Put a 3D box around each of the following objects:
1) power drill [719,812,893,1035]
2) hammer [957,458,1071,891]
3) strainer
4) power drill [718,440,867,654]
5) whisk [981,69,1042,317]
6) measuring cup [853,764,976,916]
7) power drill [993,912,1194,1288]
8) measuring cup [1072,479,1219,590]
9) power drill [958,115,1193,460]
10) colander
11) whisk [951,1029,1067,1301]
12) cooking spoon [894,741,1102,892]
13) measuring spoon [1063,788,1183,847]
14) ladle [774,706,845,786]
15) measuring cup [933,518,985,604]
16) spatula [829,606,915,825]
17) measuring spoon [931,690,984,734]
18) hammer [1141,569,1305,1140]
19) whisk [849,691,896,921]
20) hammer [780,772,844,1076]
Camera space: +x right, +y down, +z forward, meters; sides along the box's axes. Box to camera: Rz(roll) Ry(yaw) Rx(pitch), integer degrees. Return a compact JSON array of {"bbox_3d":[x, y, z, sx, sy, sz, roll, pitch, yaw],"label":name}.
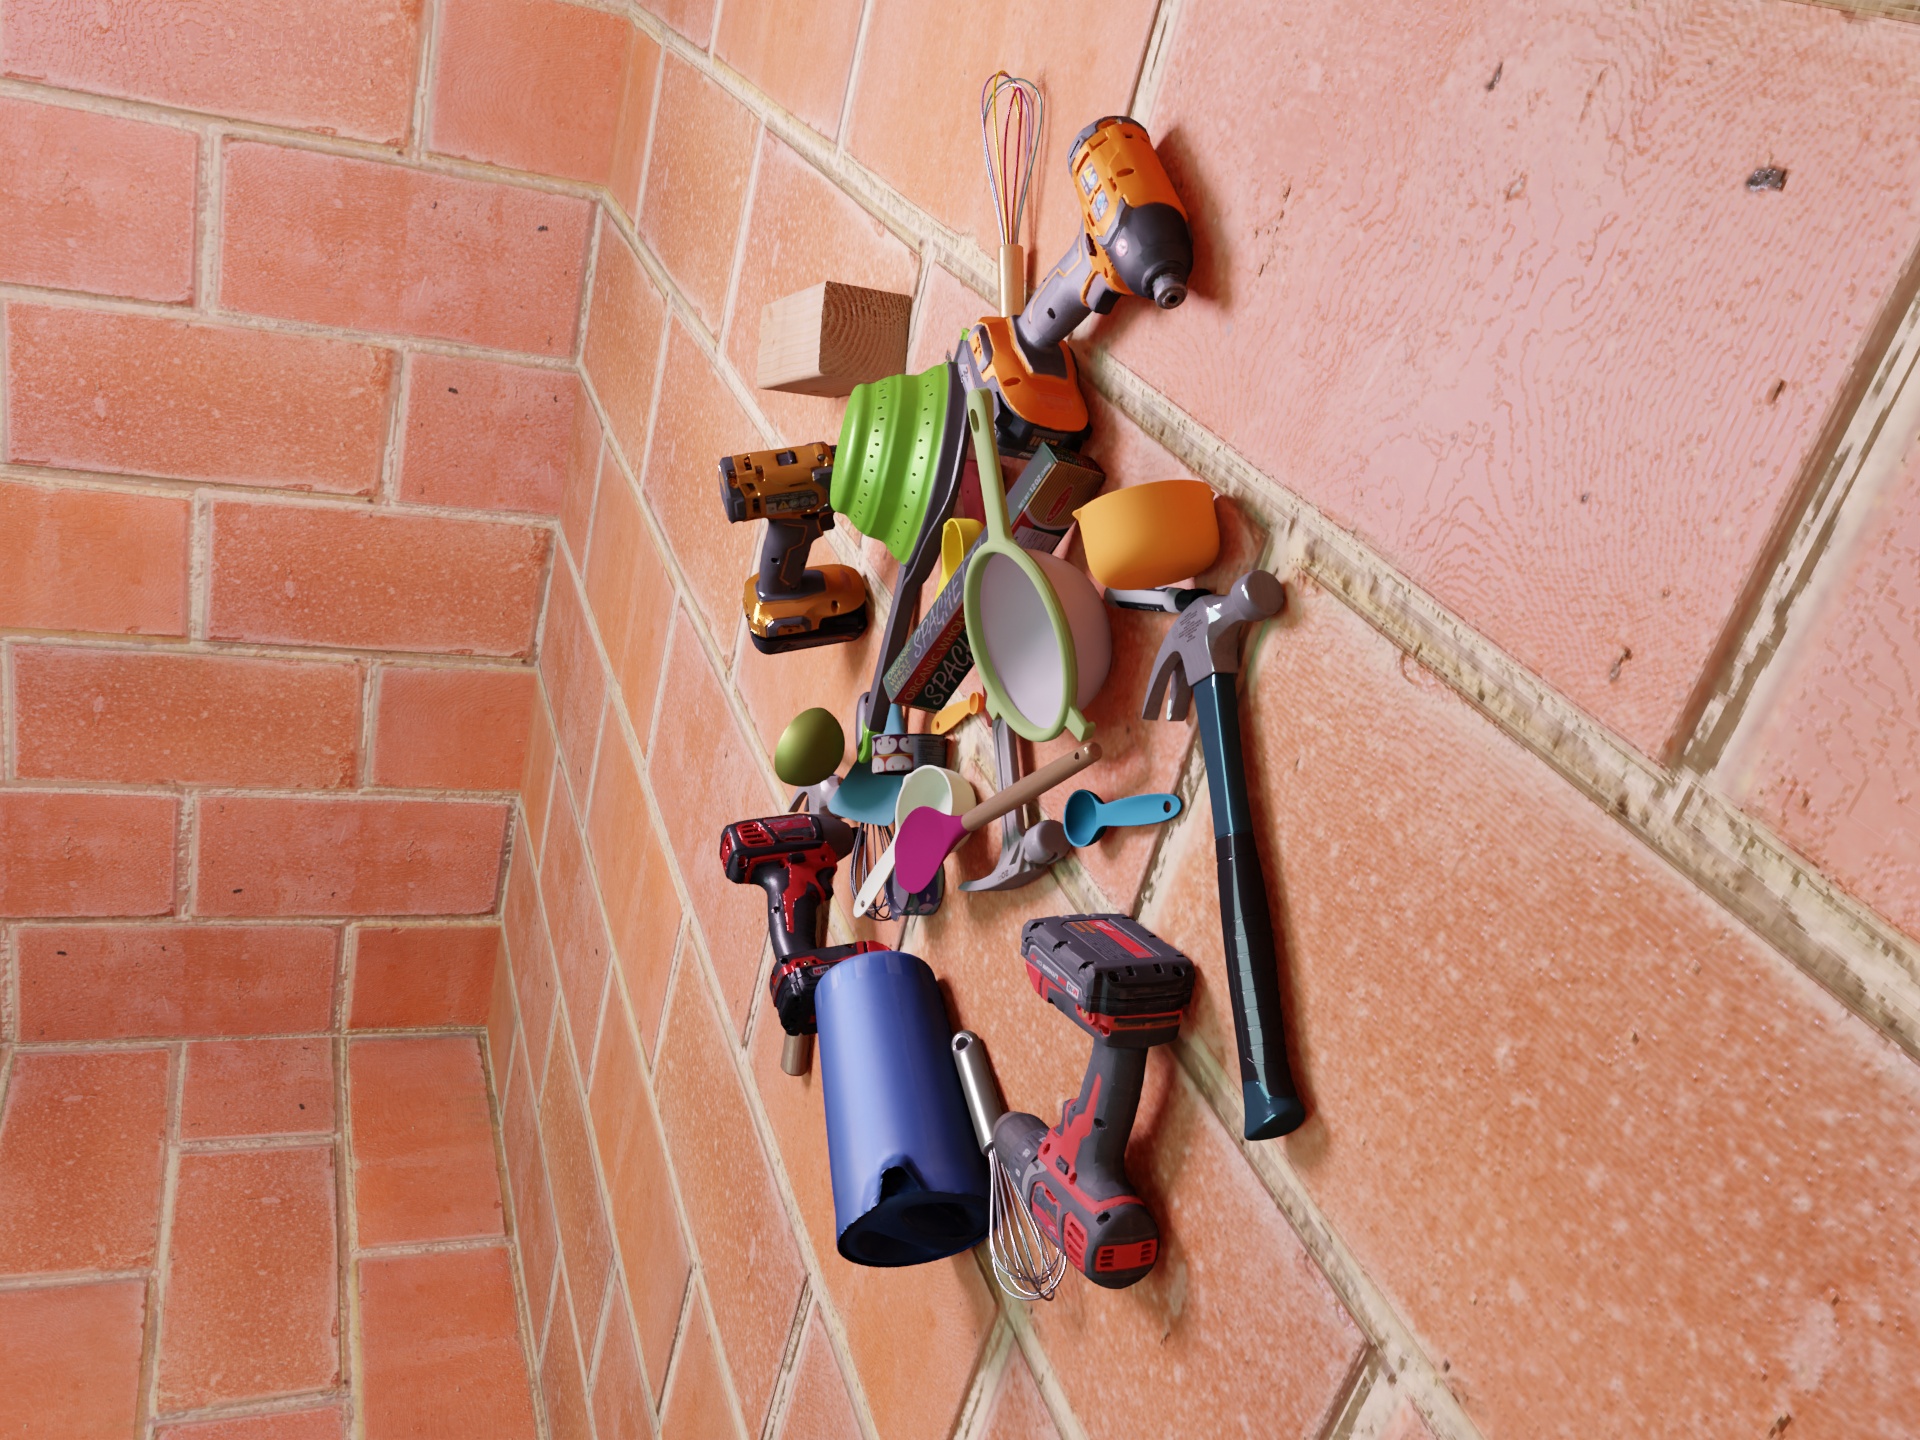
[{"bbox_3d":[-0.136,0.182,1.517,0.220,0.143,0.078,65,148,35],"label":"power drill"},{"bbox_3d":[0.026,-0.044,1.295,0.149,0.036,0.359,144,125,-60],"label":"hammer"},{"bbox_3d":[0.056,-0.115,1.147,0.151,0.069,0.256,14,116,64],"label":"strainer"},{"bbox_3d":[-0.133,-0.175,1.545,0.226,0.185,0.084,91,165,-49],"label":"power drill"},{"bbox_3d":[0.043,-0.409,1.302,0.047,0.051,0.245,-174,82,-87],"label":"whisk"},{"bbox_3d":[-0.041,0.112,1.380,0.167,0.038,0.083,-57,43,26],"label":"measuring cup"},{"bbox_3d":[0.080,0.250,1.100,0.188,0.080,0.226,-151,63,-64],"label":"power drill"},{"bbox_3d":[0.119,-0.107,1.065,0.173,0.095,0.052,114,147,-76],"label":"measuring cup"},{"bbox_3d":[0.087,-0.290,1.137,0.226,0.084,0.164,-56,39,43],"label":"power drill"},{"bbox_3d":[-0.076,-0.150,1.386,0.205,0.094,0.397,-105,27,-66],"label":"colander"},{"bbox_3d":[0.031,0.339,1.236,0.058,0.059,0.247,-31,41,10],"label":"whisk"},{"bbox_3d":[0.020,0.072,1.227,0.319,0.017,0.069,-35,56,56],"label":"cooking spoon"},{"bbox_3d":[0.118,0.065,1.111,0.128,0.021,0.042,-13,74,55],"label":"measuring spoon"},{"bbox_3d":[-0.157,0.019,1.591,0.078,0.062,0.320,-62,9,-1],"label":"ladle"},{"bbox_3d":[-0.002,-0.104,1.300,0.156,0.029,0.062,107,154,-55],"label":"measuring cup"},{"bbox_3d":[-0.063,-0.063,1.483,0.082,0.044,0.317,11,96,38],"label":"spatula"},{"bbox_3d":[-0.002,-0.004,1.387,0.117,0.011,0.021,149,121,-66],"label":"measuring spoon"},{"bbox_3d":[0.169,0.084,0.967,0.128,0.033,0.331,146,124,-59],"label":"hammer"},{"bbox_3d":[-0.081,0.079,1.512,0.055,0.055,0.239,132,140,-54],"label":"whisk"},{"bbox_3d":[-0.160,0.215,1.683,0.130,0.031,0.331,-151,66,-63],"label":"hammer"}]
